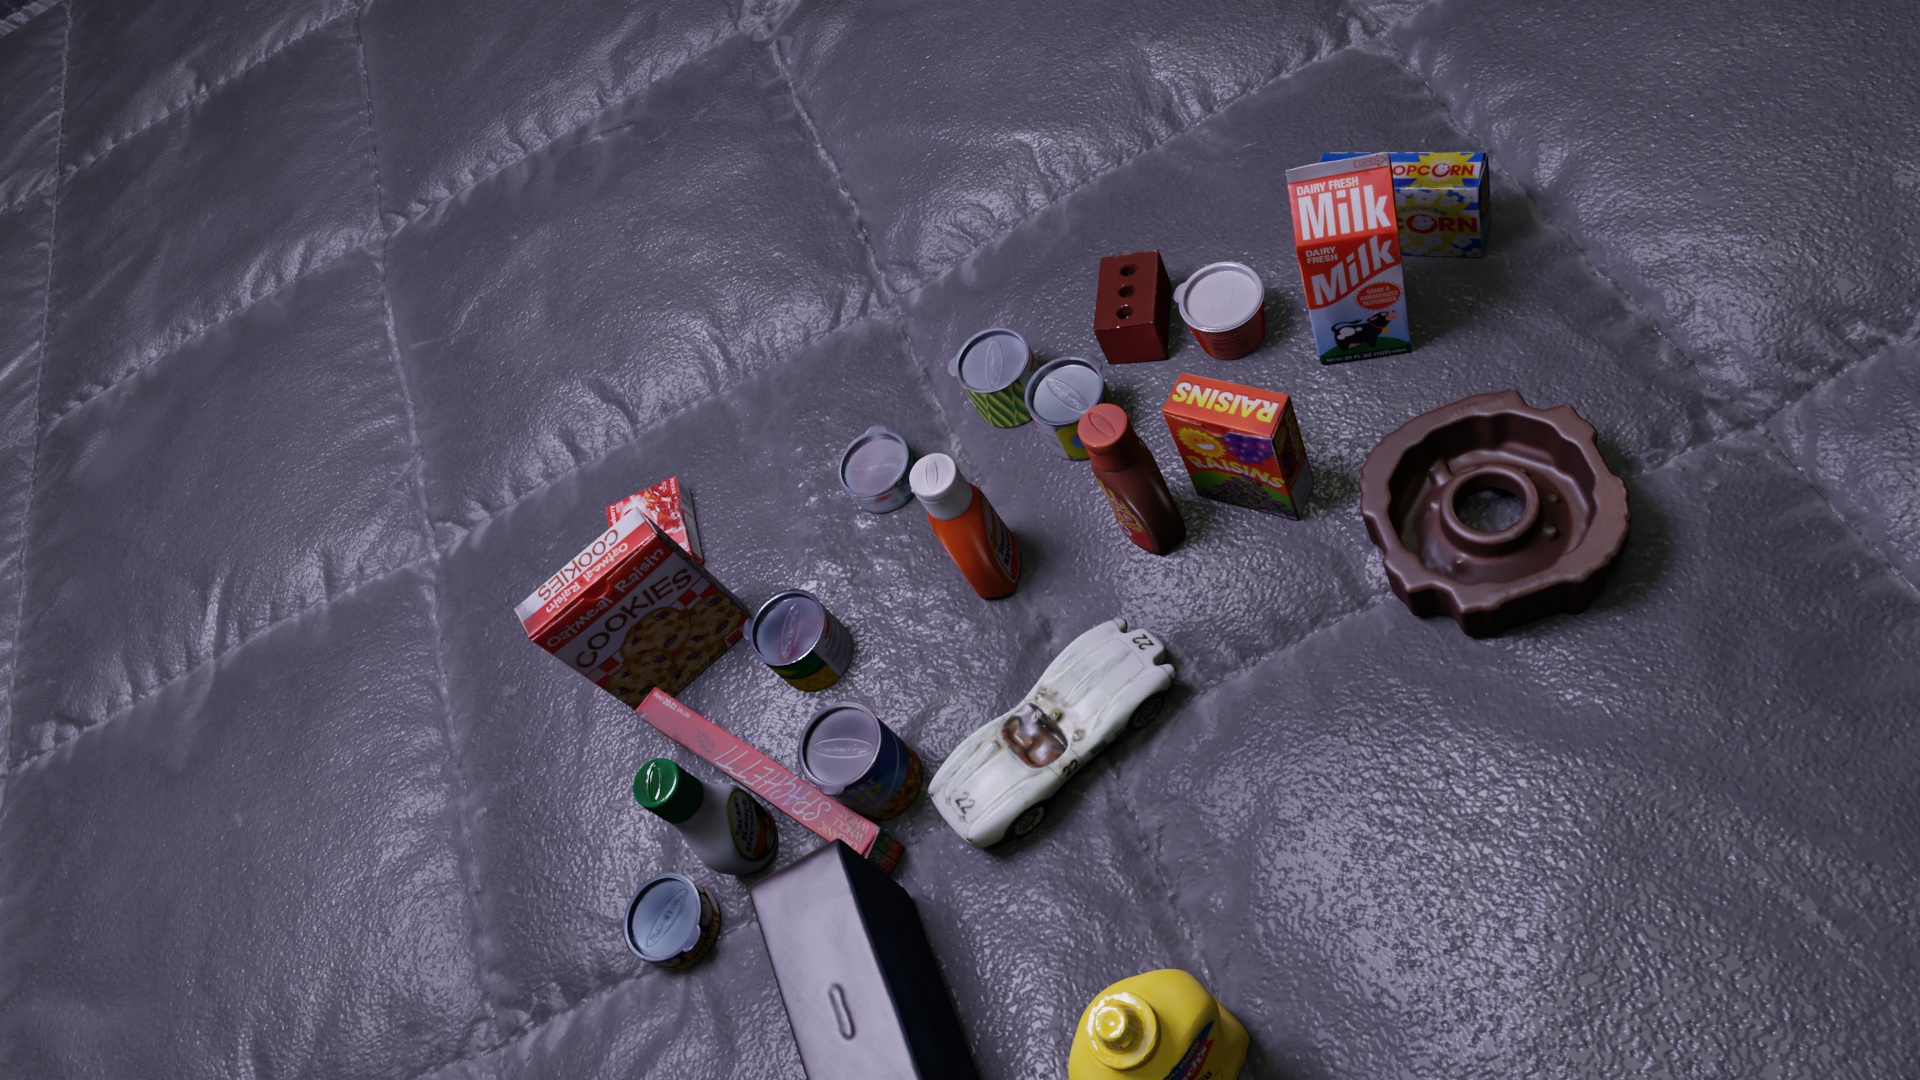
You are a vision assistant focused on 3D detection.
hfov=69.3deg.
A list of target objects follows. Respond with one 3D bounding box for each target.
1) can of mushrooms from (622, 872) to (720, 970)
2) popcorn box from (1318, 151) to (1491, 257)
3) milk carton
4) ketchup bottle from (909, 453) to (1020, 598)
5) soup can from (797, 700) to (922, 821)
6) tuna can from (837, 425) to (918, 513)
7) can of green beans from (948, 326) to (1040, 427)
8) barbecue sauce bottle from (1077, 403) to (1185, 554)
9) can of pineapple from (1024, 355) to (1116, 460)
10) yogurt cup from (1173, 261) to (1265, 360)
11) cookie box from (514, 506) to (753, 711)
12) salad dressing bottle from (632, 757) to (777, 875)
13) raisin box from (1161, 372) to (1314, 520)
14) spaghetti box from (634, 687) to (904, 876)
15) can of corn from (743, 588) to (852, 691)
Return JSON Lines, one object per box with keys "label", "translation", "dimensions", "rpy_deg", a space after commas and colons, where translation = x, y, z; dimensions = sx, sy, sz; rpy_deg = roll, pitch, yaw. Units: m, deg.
{"label": "can of mushrooms", "translation": [-0.215, 0.288, 1.044], "dimensions": [0.071, 0.033, 0.071], "rpy_deg": [-10, 59, 17]}
{"label": "popcorn box", "translation": [0.350, -0.266, 1.099], "dimensions": [0.127, 0.085, 0.038], "rpy_deg": [8, 65, 26]}
{"label": "milk carton", "translation": [0.290, -0.217, 1.032], "dimensions": [0.072, 0.190, 0.074], "rpy_deg": [-7, 60, 19]}
{"label": "ketchup bottle", "translation": [0.004, -0.013, 1.057], "dimensions": [0.043, 0.148, 0.065], "rpy_deg": [-13, 58, 16]}
{"label": "soup can", "translation": [-0.073, 0.167, 1.025], "dimensions": [0.071, 0.083, 0.071], "rpy_deg": [-10, 59, 17]}
{"label": "tuna can", "translation": [-0.069, -0.060, 1.185], "dimensions": [0.071, 0.032, 0.071], "rpy_deg": [-10, 59, 17]}
{"label": "can of green beans", "translation": [0.035, -0.137, 1.171], "dimensions": [0.071, 0.057, 0.071], "rpy_deg": [-10, 59, 17]}
{"label": "barbecue sauce bottle", "translation": [0.124, -0.047, 1.027], "dimensions": [0.044, 0.148, 0.065], "rpy_deg": [-41, 55, -3]}
{"label": "can of pineapple", "translation": [0.094, -0.108, 1.130], "dimensions": [0.071, 0.057, 0.071], "rpy_deg": [-10, 59, 17]}
{"label": "yogurt cup", "translation": [0.216, -0.183, 1.126], "dimensions": [0.072, 0.053, 0.073], "rpy_deg": [-10, 59, 17]}
{"label": "cookie box", "translation": [-0.254, 0.062, 1.109], "dimensions": [0.123, 0.167, 0.040], "rpy_deg": [-41, 55, -4]}
{"label": "salad dressing bottle", "translation": [-0.185, 0.200, 1.012], "dimensions": [0.044, 0.147, 0.064], "rpy_deg": [-14, 58, 15]}
{"label": "raisin box", "translation": [0.205, -0.068, 1.021], "dimensions": [0.086, 0.123, 0.040], "rpy_deg": [18, 70, 30]}
{"label": "spaghetti box", "translation": [-0.150, 0.183, 1.067], "dimensions": [0.250, 0.050, 0.029], "rpy_deg": [25, 74, 32]}
{"label": "can of corn", "translation": [-0.130, 0.081, 1.113], "dimensions": [0.071, 0.058, 0.071], "rpy_deg": [-10, 59, 17]}
